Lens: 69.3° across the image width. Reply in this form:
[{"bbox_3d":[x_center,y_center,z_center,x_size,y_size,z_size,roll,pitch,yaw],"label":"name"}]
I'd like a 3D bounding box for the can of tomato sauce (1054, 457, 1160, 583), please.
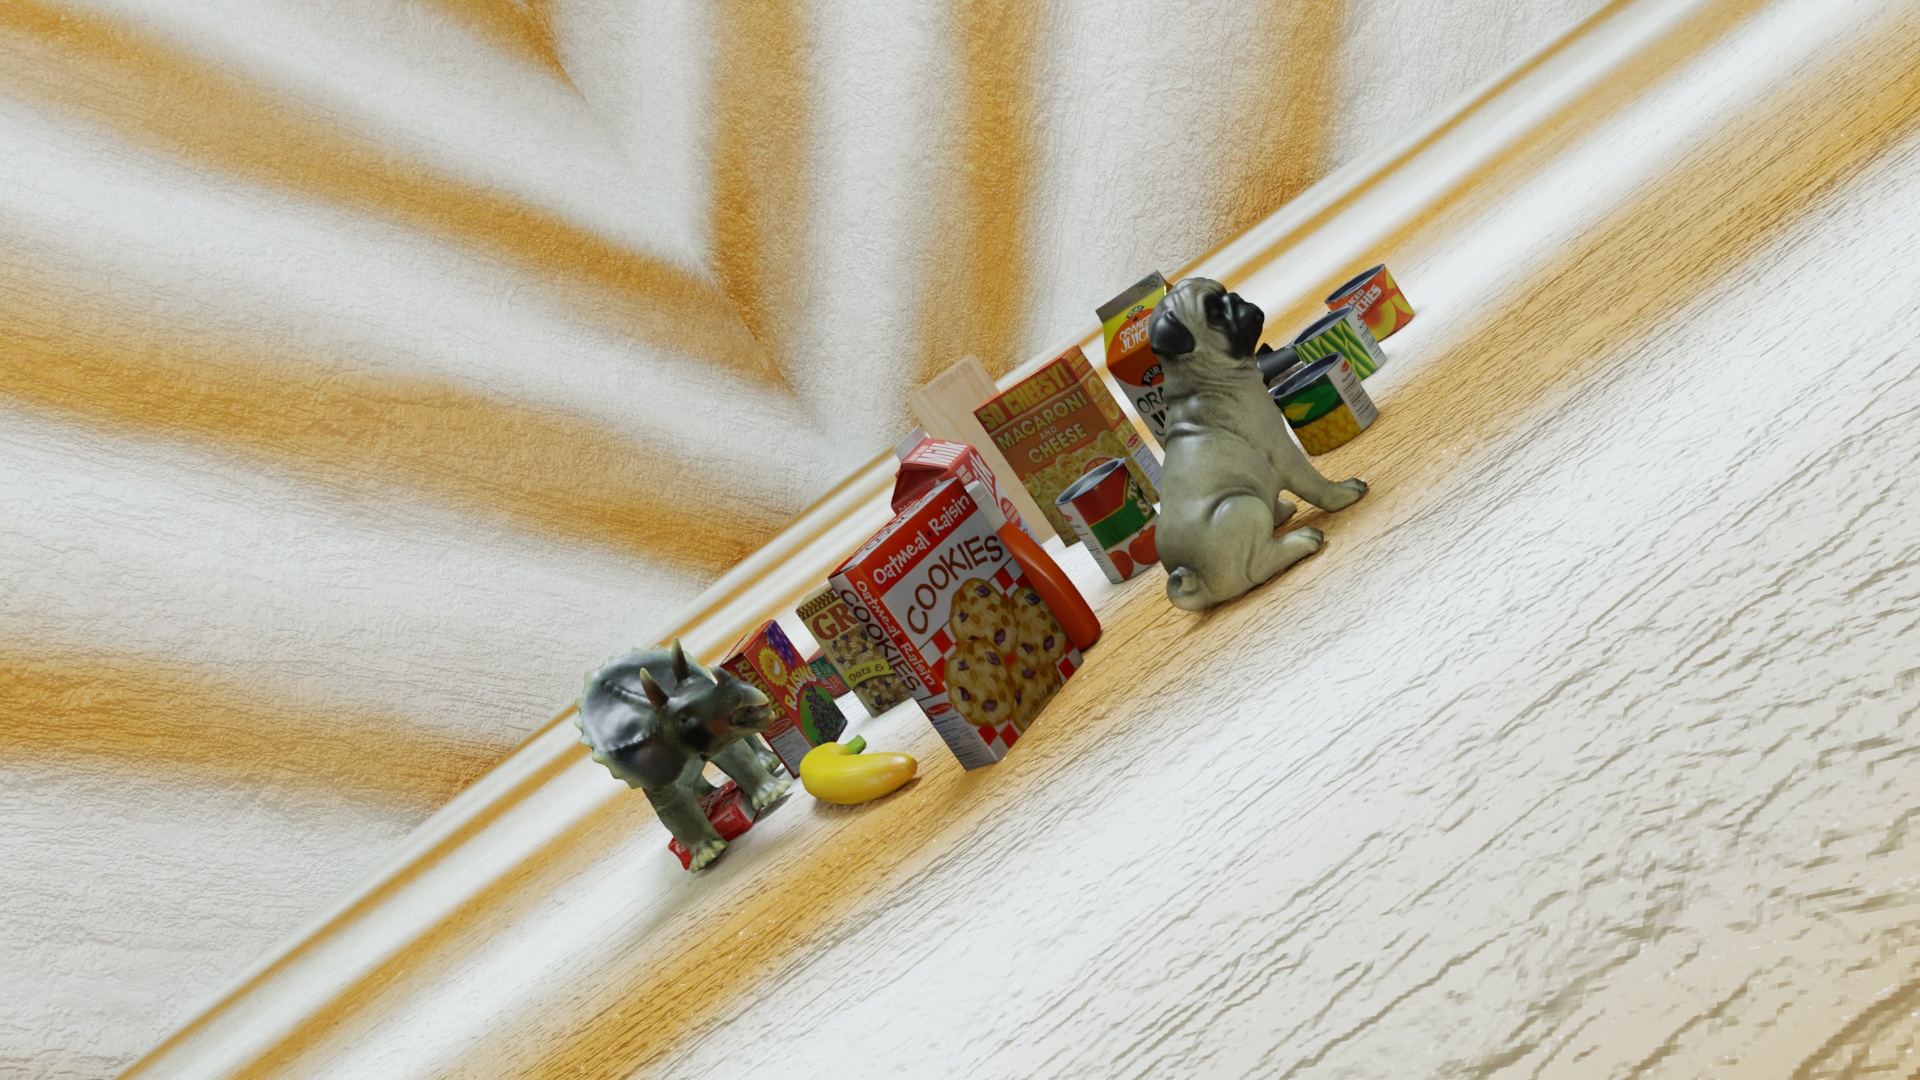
[{"bbox_3d":[0.130,-0.017,1.151,0.071,0.083,0.071,-34,9,6],"label":"can of tomato sauce"}]

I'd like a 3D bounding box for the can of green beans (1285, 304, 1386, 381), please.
[{"bbox_3d":[0.344,-0.173,1.264,0.071,0.057,0.071,-34,9,6],"label":"can of green beans"}]

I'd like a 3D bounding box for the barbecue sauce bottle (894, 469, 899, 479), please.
[{"bbox_3d":[-0.014,-0.021,1.492,0.044,0.148,0.064,-41,10,-36],"label":"barbecue sauce bottle"}]

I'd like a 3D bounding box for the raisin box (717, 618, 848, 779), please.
[{"bbox_3d":[-0.160,0.142,1.258,0.040,0.123,0.086,-32,9,19],"label":"raisin box"}]

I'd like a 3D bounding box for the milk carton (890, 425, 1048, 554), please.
[{"bbox_3d":[0.004,-0.016,1.259,0.073,0.190,0.073,-31,9,26],"label":"milk carton"}]

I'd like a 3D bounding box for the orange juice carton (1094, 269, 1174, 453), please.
[{"bbox_3d":[0.191,-0.131,1.169,0.071,0.192,0.073,-28,11,39],"label":"orange juice carton"}]

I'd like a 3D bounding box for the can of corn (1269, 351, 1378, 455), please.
[{"bbox_3d":[0.291,-0.109,1.120,0.071,0.058,0.071,-34,9,6],"label":"can of corn"}]

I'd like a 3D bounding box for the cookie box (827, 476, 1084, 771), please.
[{"bbox_3d":[-0.001,0.056,0.974,0.040,0.167,0.123,-26,12,46],"label":"cookie box"}]

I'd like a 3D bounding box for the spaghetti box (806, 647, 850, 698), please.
[{"bbox_3d":[-0.083,0.084,1.512,0.028,0.050,0.251,-29,11,38],"label":"spaghetti box"}]

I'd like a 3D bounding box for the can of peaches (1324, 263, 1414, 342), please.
[{"bbox_3d":[0.397,-0.225,1.347,0.071,0.058,0.071,-34,9,6],"label":"can of peaches"}]

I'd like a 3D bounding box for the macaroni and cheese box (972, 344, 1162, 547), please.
[{"bbox_3d":[0.108,-0.090,1.346,0.123,0.166,0.040,-29,11,38],"label":"macaroni and cheese box"}]

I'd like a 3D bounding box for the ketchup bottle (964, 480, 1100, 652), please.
[{"bbox_3d":[0.041,0.025,1.045,0.064,0.148,0.044,-31,9,27],"label":"ketchup bottle"}]

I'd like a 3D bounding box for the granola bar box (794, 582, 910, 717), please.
[{"bbox_3d":[-0.045,0.065,1.229,0.165,0.124,0.039,-32,9,21],"label":"granola bar box"}]
